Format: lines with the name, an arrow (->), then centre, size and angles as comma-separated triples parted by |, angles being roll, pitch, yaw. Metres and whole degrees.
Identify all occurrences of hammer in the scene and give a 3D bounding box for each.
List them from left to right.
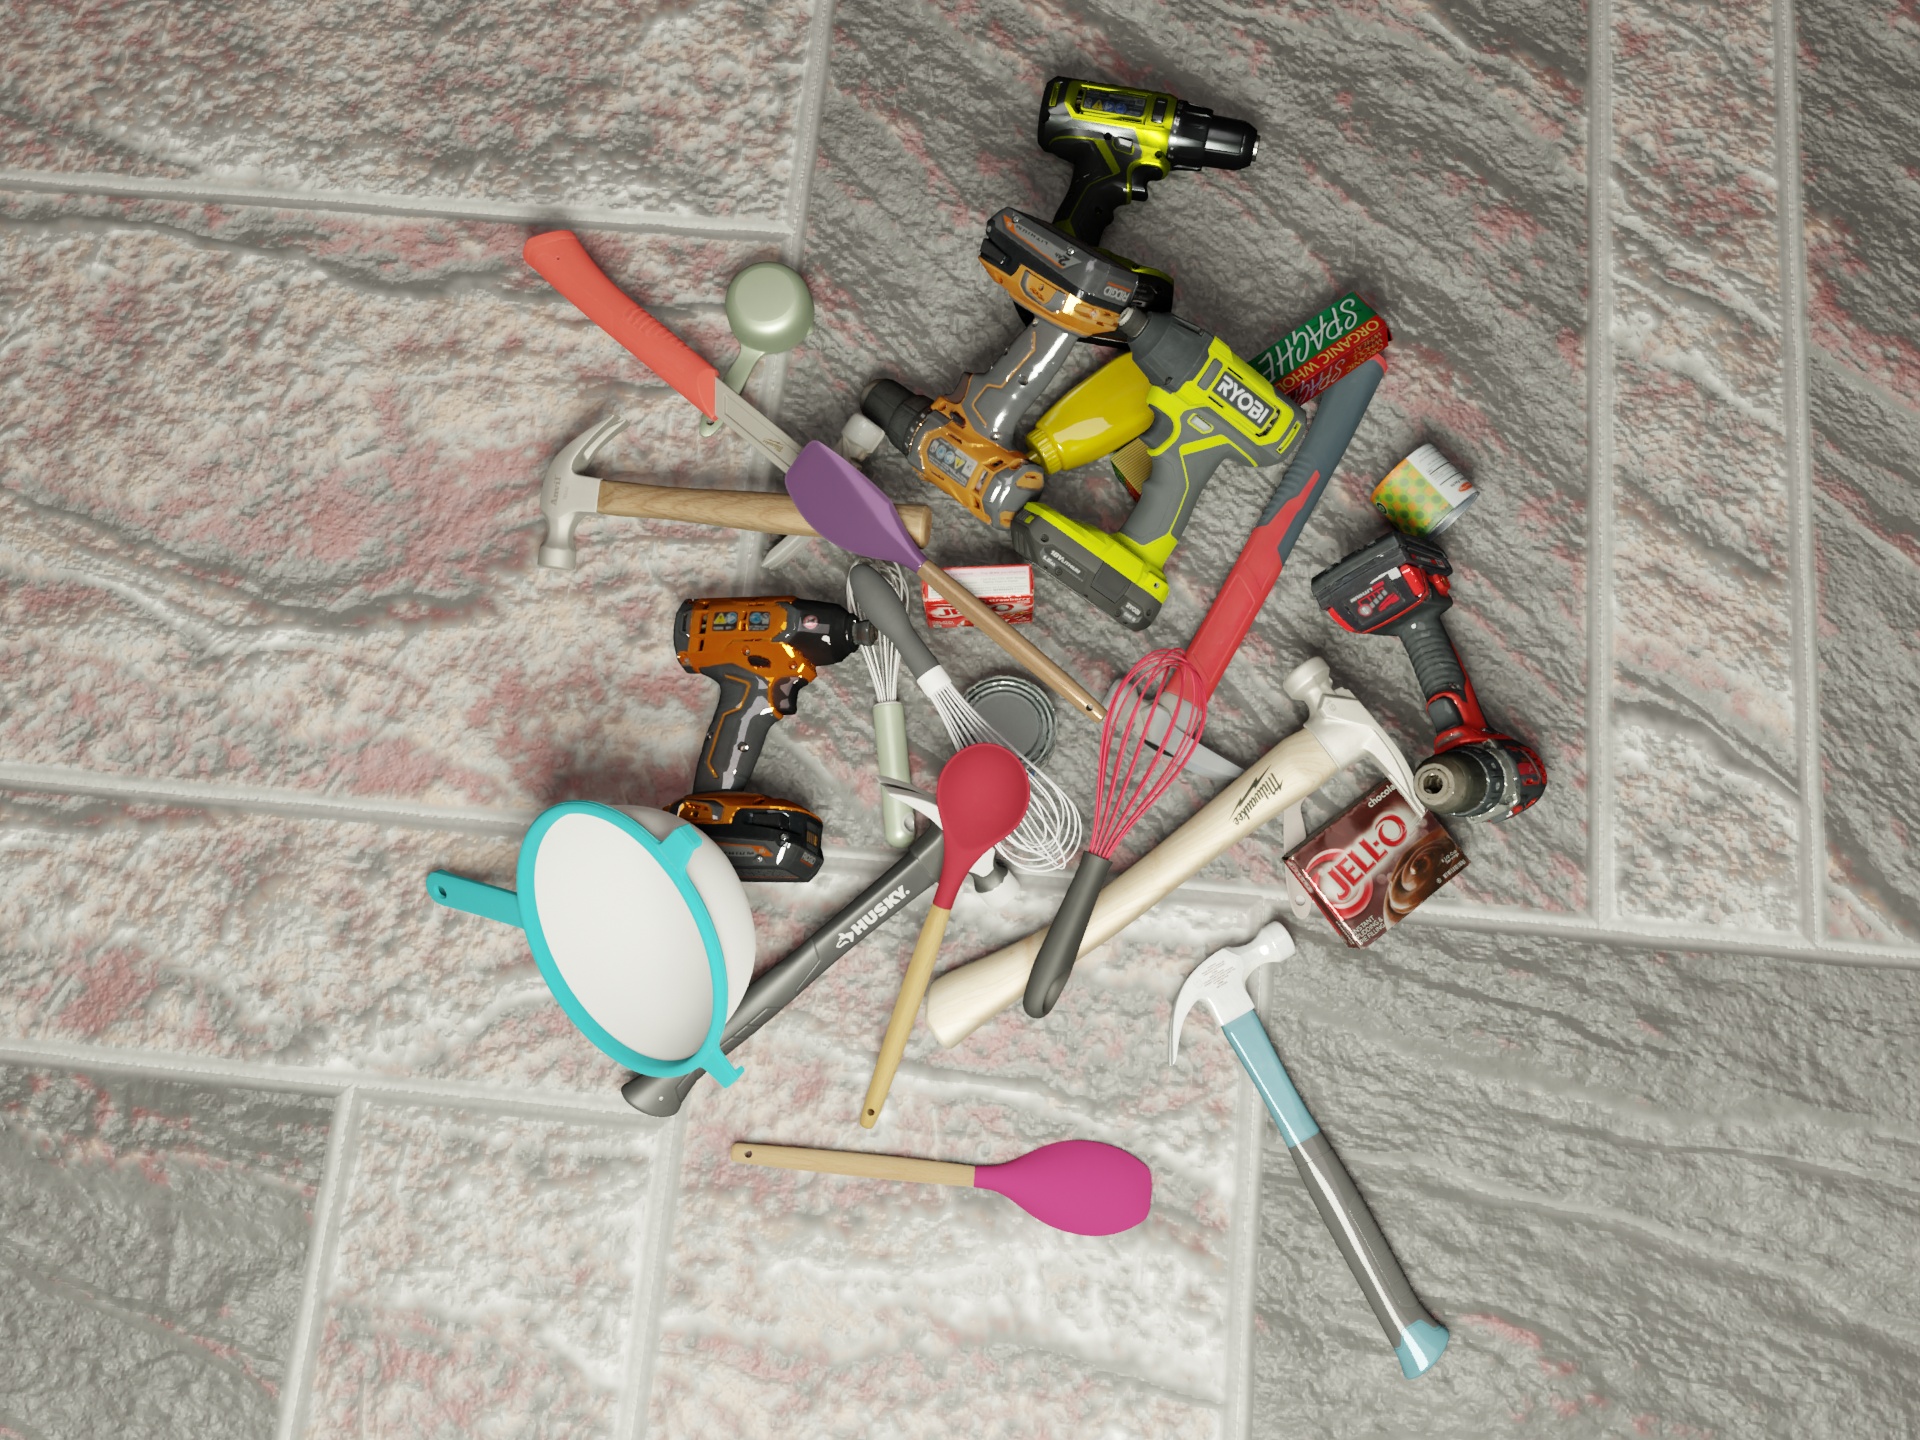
hammer -> -0.239, -0.289, 1.343 | 0.359, 0.036, 0.149 | 40, 96, 11
hammer -> -0.185, -0.174, 1.292 | 0.331, 0.031, 0.130 | 6, 90, 12
hammer -> -0.121, 0.182, 1.210 | 0.335, 0.035, 0.146 | -40, 119, -1
hammer -> 0.152, 0.126, 1.209 | 0.410, 0.038, 0.146 | -36, 71, 2
hammer -> 0.265, -0.133, 1.300 | 0.143, 0.038, 0.386 | 29, 79, 8
hammer -> 0.265, 0.324, 1.186 | 0.128, 0.033, 0.331 | -27, 76, -6

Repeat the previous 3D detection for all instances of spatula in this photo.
spatula -> -0.011, -0.101, 1.235 | 0.316, 0.018, 0.059 | 40, 106, 6

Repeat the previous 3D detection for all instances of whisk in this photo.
whisk -> -0.060, -0.019, 1.283 | 0.059, 0.057, 0.246 | -14, 76, 34
whisk -> -0.002, -0.004, 1.224 | 0.070, 0.070, 0.285 | -34, 83, -6
whisk -> 0.110, 0.083, 1.181 | 0.073, 0.073, 0.296 | 22, 88, 7

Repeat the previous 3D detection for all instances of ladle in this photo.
ladle -> -0.021, 0.163, 1.189 | 0.069, 0.031, 0.315 | 20, 99, 6

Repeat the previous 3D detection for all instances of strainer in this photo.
strainer -> -0.267, 0.137, 1.189 | 0.340, 0.095, 0.211 | 7, 113, 38

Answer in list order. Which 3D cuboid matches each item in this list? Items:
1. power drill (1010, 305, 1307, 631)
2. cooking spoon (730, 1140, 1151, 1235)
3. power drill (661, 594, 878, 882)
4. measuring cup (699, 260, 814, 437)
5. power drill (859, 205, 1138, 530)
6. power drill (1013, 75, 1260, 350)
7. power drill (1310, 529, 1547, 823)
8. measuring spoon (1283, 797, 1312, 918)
power drill -> 0.145, -0.199, 1.252 | 0.171, 0.080, 0.223 | 33, 95, -19
cooking spoon -> -0.015, 0.342, 1.200 | 0.319, 0.017, 0.069 | 5, 75, 3
power drill -> -0.150, 0.009, 1.247 | 0.164, 0.084, 0.227 | -1, 73, 15
measuring cup -> -0.185, -0.320, 1.363 | 0.083, 0.038, 0.168 | 24, 77, 8
power drill -> 0.021, -0.293, 1.283 | 0.185, 0.084, 0.226 | 39, 113, 27
power drill -> 0.146, -0.439, 1.363 | 0.190, 0.080, 0.229 | 12, 74, 6
power drill -> 0.353, -0.026, 1.201 | 0.080, 0.187, 0.227 | -32, 72, 31
measuring spoon -> 0.262, 0.095, 1.257 | 0.034, 0.018, 0.124 | -3, 82, -5
